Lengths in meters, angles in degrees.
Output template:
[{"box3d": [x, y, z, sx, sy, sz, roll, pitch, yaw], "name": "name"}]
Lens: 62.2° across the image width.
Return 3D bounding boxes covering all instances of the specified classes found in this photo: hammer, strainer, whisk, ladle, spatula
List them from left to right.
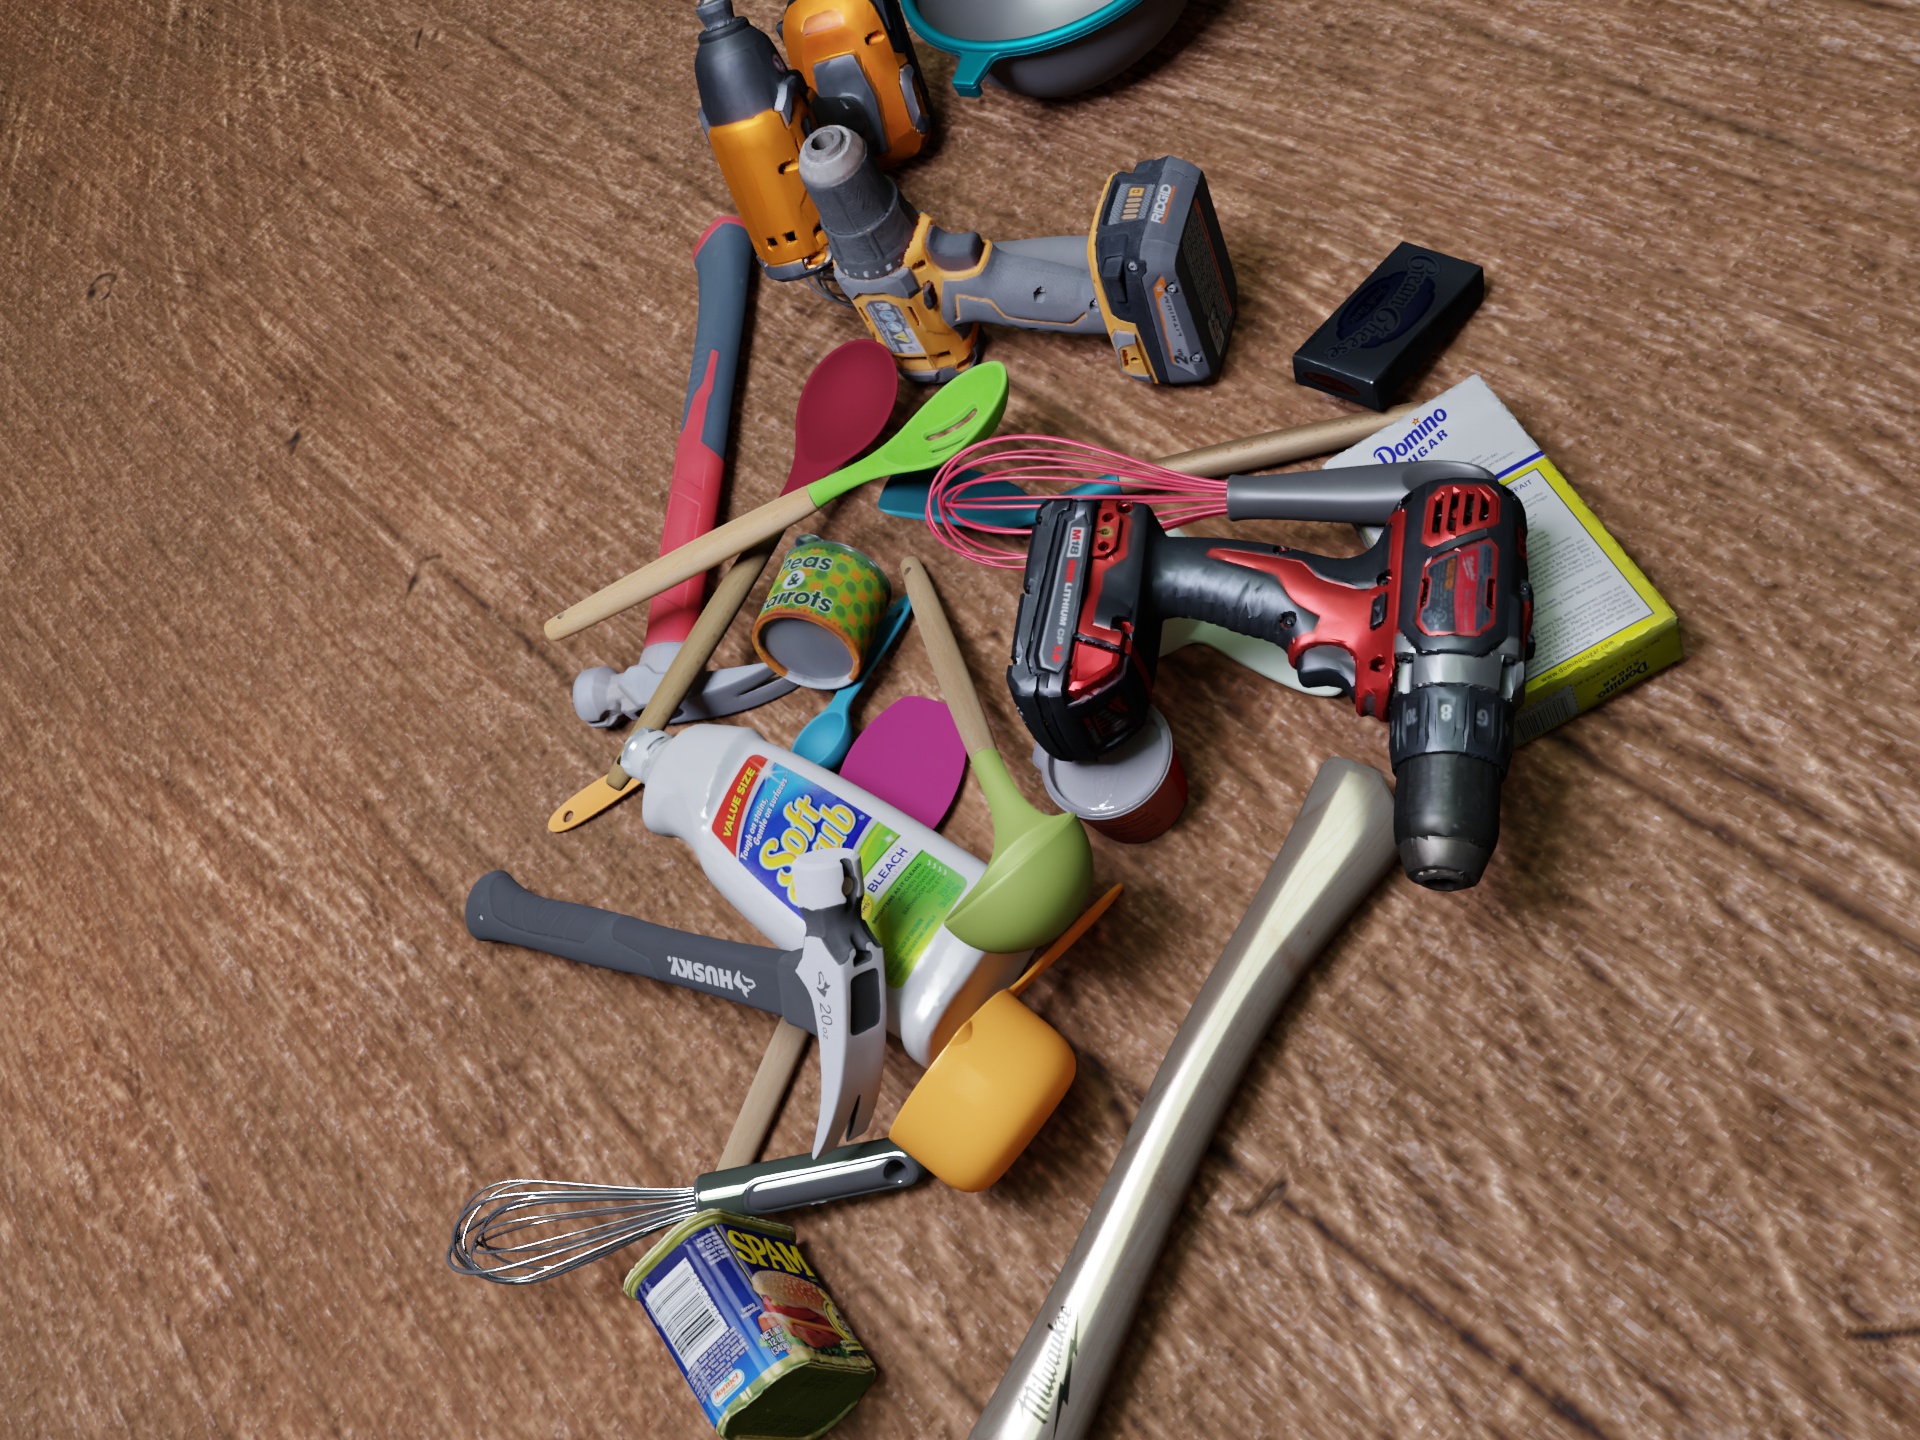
[{"box3d": [-0.163, 0.126, 0.839, 0.335, 0.035, 0.146, 3, 104, 43], "name": "hammer"}, {"box3d": [-0.134, 0.237, 0.781, 0.246, 0.057, 0.059, -12, 15, 5], "name": "whisk"}, {"box3d": [-0.156, -0.178, 1.039, 0.143, 0.038, 0.387, -8, 61, 22], "name": "hammer"}, {"box3d": [-0.123, -0.094, 0.943, 0.069, 0.031, 0.315, 19, 71, 30], "name": "ladle"}, {"box3d": [-0.001, -0.003, 0.816, 0.078, 0.062, 0.321, -41, 37, 16], "name": "ladle"}, {"box3d": [0.005, -0.291, 1.018, 0.239, 0.055, 0.055, 6, 67, 24], "name": "whisk"}, {"box3d": [0.055, -0.535, 1.091, 0.211, 0.095, 0.341, -26, 54, 9], "name": "strainer"}, {"box3d": [0.081, 0.193, 0.711, 0.146, 0.038, 0.411, 25, 75, 20], "name": "hammer"}, {"box3d": [0.112, -0.148, 0.885, 0.317, 0.044, 0.082, -10, 28, 19], "name": "spatula"}, {"box3d": [0.119, -0.112, 0.809, 0.296, 0.073, 0.073, 1, 65, 22], "name": "whisk"}]

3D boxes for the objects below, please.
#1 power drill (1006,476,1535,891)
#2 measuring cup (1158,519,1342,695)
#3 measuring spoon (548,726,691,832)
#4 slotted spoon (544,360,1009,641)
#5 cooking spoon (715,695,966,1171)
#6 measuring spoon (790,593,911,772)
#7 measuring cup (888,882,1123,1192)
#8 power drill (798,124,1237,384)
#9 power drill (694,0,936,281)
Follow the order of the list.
[{"box3d": [0.141, -0.020, 0.724, 0.227, 0.080, 0.188, 2, 66, 19], "name": "power drill"}, {"box3d": [0.126, -0.056, 0.832, 0.168, 0.038, 0.083, 30, 80, 37], "name": "measuring cup"}, {"box3d": [-0.203, 0.038, 0.967, 0.117, 0.011, 0.021, -30, 55, 13], "name": "measuring spoon"}, {"box3d": [-0.107, -0.118, 0.919, 0.314, 0.031, 0.070, -25, 39, 12], "name": "slotted spoon"}, {"box3d": [-0.074, 0.130, 0.846, 0.069, 0.017, 0.319, 17, 72, 21], "name": "cooking spoon"}, {"box3d": [-0.055, -0.018, 0.920, 0.042, 0.021, 0.129, 2, 54, 50], "name": "measuring spoon"}, {"box3d": [0.041, 0.149, 0.755, 0.052, 0.095, 0.174, 39, 62, 16], "name": "measuring cup"}, {"box3d": [0.028, -0.268, 0.908, 0.226, 0.185, 0.084, 6, 66, 26], "name": "power drill"}, {"box3d": [-0.096, -0.397, 1.009, 0.084, 0.164, 0.227, -7, 35, 23], "name": "power drill"}]
